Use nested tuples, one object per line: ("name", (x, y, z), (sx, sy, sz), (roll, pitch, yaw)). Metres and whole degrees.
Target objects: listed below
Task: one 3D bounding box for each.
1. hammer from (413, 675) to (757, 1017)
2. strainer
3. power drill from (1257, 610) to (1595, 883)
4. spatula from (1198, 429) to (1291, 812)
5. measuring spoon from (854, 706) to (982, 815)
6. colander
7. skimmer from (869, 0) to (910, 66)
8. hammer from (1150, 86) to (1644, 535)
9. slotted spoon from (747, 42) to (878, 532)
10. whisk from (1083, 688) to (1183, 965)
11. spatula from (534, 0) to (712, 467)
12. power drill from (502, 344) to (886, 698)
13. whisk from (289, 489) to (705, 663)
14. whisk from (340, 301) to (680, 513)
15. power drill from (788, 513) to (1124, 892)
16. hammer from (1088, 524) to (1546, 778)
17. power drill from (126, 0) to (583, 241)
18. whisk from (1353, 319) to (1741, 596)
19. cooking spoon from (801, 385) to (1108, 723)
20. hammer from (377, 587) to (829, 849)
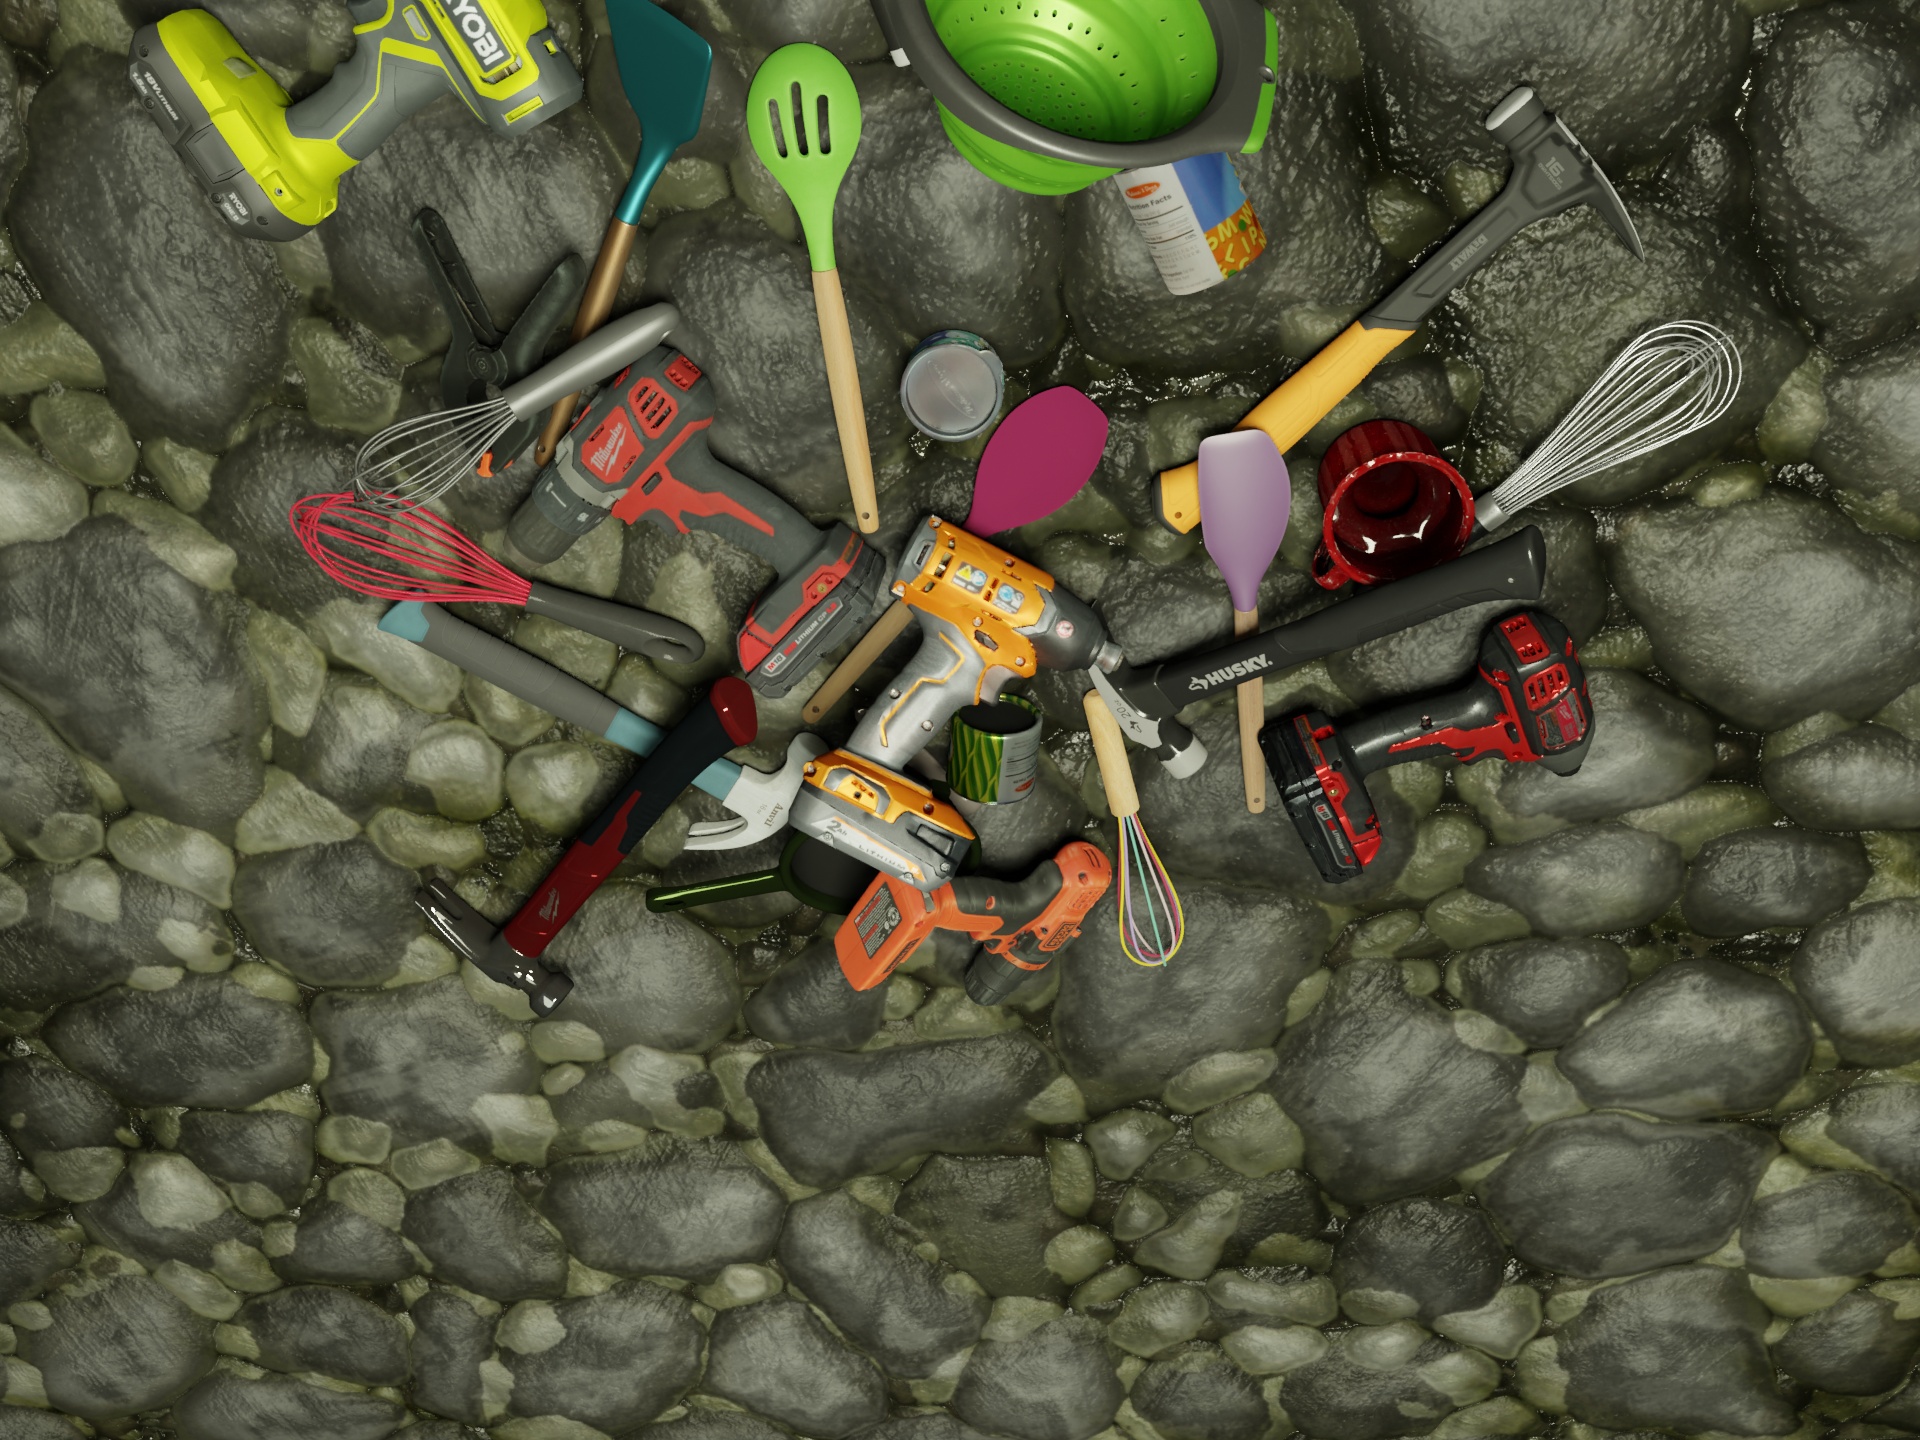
("hammer", (-0.274, 0.080, 1.178), (0.143, 0.038, 0.386), (42, 126, -4))
("strainer", (-0.113, 0.092, 1.194), (0.256, 0.069, 0.151), (-12, 143, 6))
("power drill", (0.336, 0.022, 1.120), (0.219, 0.079, 0.143), (-25, 131, 13))
("spatula", (0.201, -0.058, 1.101), (0.060, 0.018, 0.315), (-8, 127, 3))
("measuring spoon", (-0.032, 0.033, 1.192), (0.124, 0.018, 0.034), (39, 116, -17))
("colander", (-0.026, -0.385, 0.868), (0.397, 0.205, 0.094), (16, 155, -11))
("skimmer", (-0.078, -0.525, 0.826), (0.127, 0.090, 0.363), (-32, 120, -14))
("hammer", (0.258, -0.230, 1.007), (0.127, 0.034, 0.337), (42, 115, -17))
("slotted spoon", (-0.081, -0.264, 1.018), (0.070, 0.031, 0.313), (-3, 121, 8))
("whisk", (0.126, 0.087, 1.200), (0.047, 0.051, 0.244), (-9, 116, 16))
("spatula", (-0.227, -0.292, 1.002), (0.082, 0.044, 0.317), (36, 122, 12))
("power drill", (-0.184, -0.118, 1.084), (0.226, 0.080, 0.188), (42, 114, -15))
("whisk", (-0.322, -0.095, 1.119), (0.295, 0.073, 0.073), (18, 120, -14))
("whisk", (-0.281, -0.199, 0.999), (0.239, 0.055, 0.055), (-30, 115, -1))
("power drill", (-0.002, -0.003, 1.064), (0.164, 0.084, 0.226), (26, 89, -2))
("hammer", (0.224, -0.058, 1.034), (0.335, 0.035, 0.146), (-21, 118, 44))
("power drill", (-0.361, -0.403, 0.929), (0.228, 0.080, 0.190), (-24, 116, 14))
("whisk", (0.370, -0.155, 1.031), (0.070, 0.070, 0.284), (41, 120, -18))
("cooking spoon", (-0.014, -0.106, 1.109), (0.068, 0.017, 0.319), (39, 116, -10))
("hammer", (-0.270, -0.007, 1.179), (0.331, 0.033, 0.128), (29, 117, -12))
